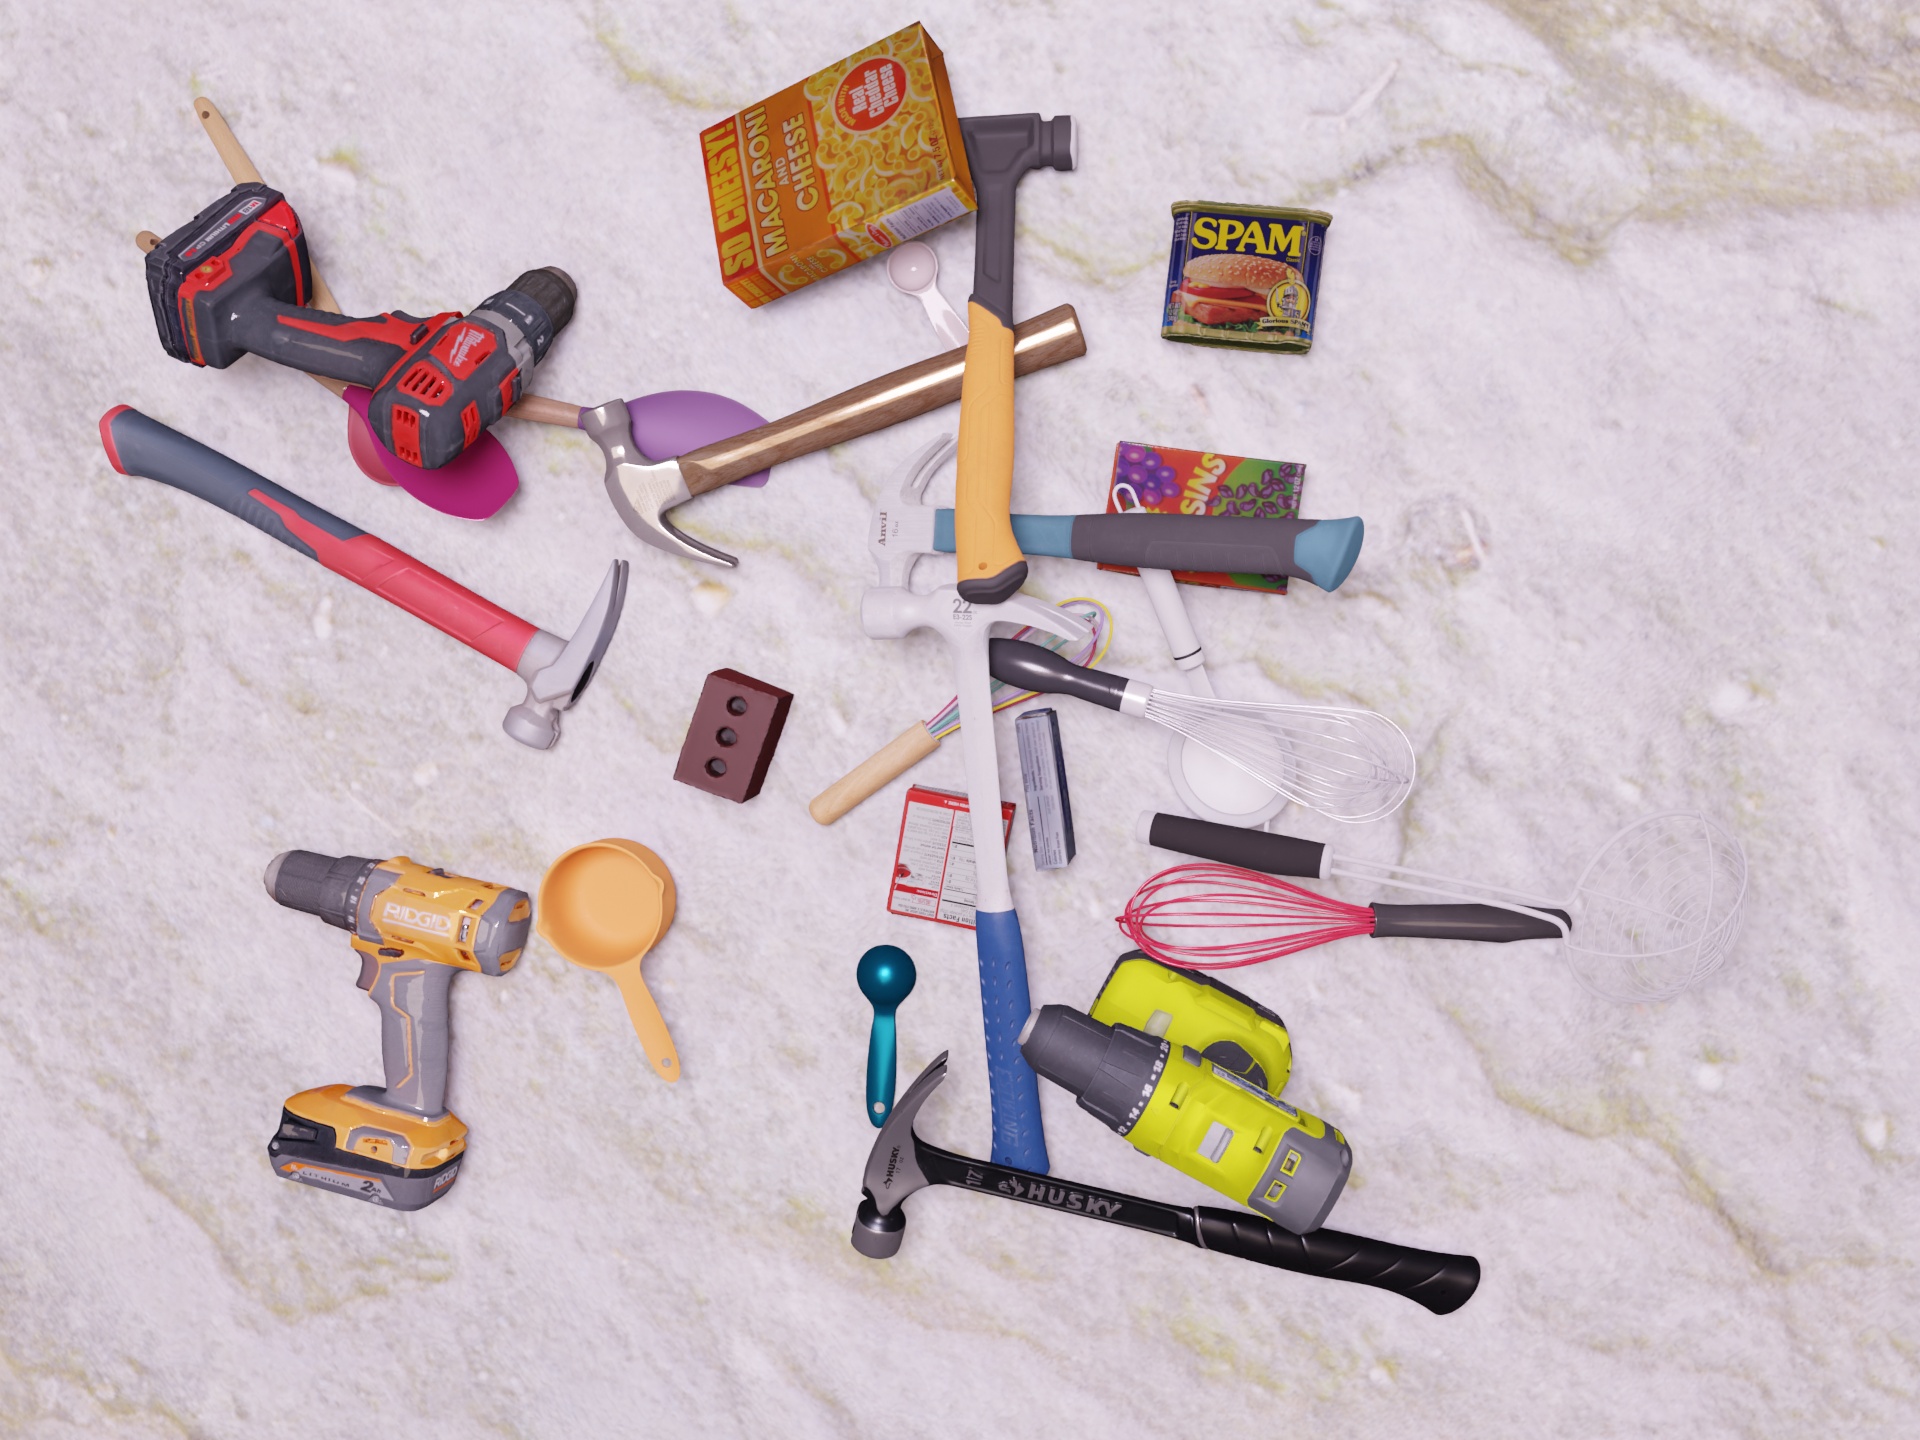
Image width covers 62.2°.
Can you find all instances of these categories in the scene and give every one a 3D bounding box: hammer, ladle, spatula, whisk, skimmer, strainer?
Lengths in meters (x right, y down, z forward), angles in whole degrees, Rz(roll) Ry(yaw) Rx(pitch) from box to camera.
[{"bbox_3d":[0.010,-0.231,0.994,0.127,0.034,0.337,-1,71,7],"label":"hammer"},{"bbox_3d":[0.027,0.111,1.025,0.144,0.035,0.405,0,106,22],"label":"hammer"},{"bbox_3d":[-0.076,-0.199,1.053,0.331,0.031,0.130,-19,106,6],"label":"hammer"},{"bbox_3d":[-0.451,-0.299,1.106,0.069,0.031,0.315,-31,88,0],"label":"ladle"},{"bbox_3d":[-0.282,-0.212,1.074,0.316,0.018,0.060,10,93,-5],"label":"spatula"},{"bbox_3d":[0.140,0.324,1.045,0.409,0.036,0.149,13,108,-2],"label":"hammer"},{"bbox_3d":[0.141,-0.005,0.990,0.284,0.070,0.070,18,96,13],"label":"whisk"},{"bbox_3d":[0.085,-0.112,0.987,0.331,0.033,0.128,7,98,31],"label":"hammer"},{"bbox_3d":[-0.001,-0.002,1.065,0.245,0.051,0.047,-36,95,10],"label":"whisk"},{"bbox_3d":[0.249,0.130,1.037,0.296,0.073,0.073,1,94,2],"label":"whisk"},{"bbox_3d":[0.295,0.091,0.994,0.363,0.090,0.127,10,109,20],"label":"skimmer"},{"bbox_3d":[-0.421,-0.133,1.107,0.386,0.038,0.143,29,95,4],"label":"hammer"},{"bbox_3d":[0.153,-0.034,1.026,0.087,0.050,0.258,-17,104,30],"label":"strainer"}]

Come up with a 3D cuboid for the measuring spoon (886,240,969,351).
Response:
[{"bbox_3d":[-0.008,-0.264,1.065,0.034,0.018,0.124,-31,96,9],"label":"measuring spoon"}]

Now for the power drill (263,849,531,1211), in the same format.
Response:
[{"bbox_3d":[-0.413,0.205,1.108,0.185,0.084,0.226,13,91,6],"label":"power drill"}]

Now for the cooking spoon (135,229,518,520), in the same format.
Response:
[{"bbox_3d":[-0.434,-0.238,1.080,0.319,0.017,0.069,36,70,4],"label":"cooking spoon"}]

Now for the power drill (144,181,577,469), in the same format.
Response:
[{"bbox_3d":[-0.380,-0.267,1.036,0.227,0.188,0.080,23,140,5],"label":"power drill"}]

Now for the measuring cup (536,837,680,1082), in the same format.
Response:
[{"bbox_3d":[-0.224,0.163,1.096,0.095,0.052,0.173,-22,93,7],"label":"measuring cup"}]

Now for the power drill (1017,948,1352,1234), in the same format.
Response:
[{"bbox_3d":[0.130,0.210,0.967,0.190,0.228,0.080,28,96,4],"label":"power drill"}]

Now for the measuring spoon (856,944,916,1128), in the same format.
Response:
[{"bbox_3d":[-0.054,0.219,1.093,0.042,0.021,0.128,3,93,7],"label":"measuring spoon"}]
